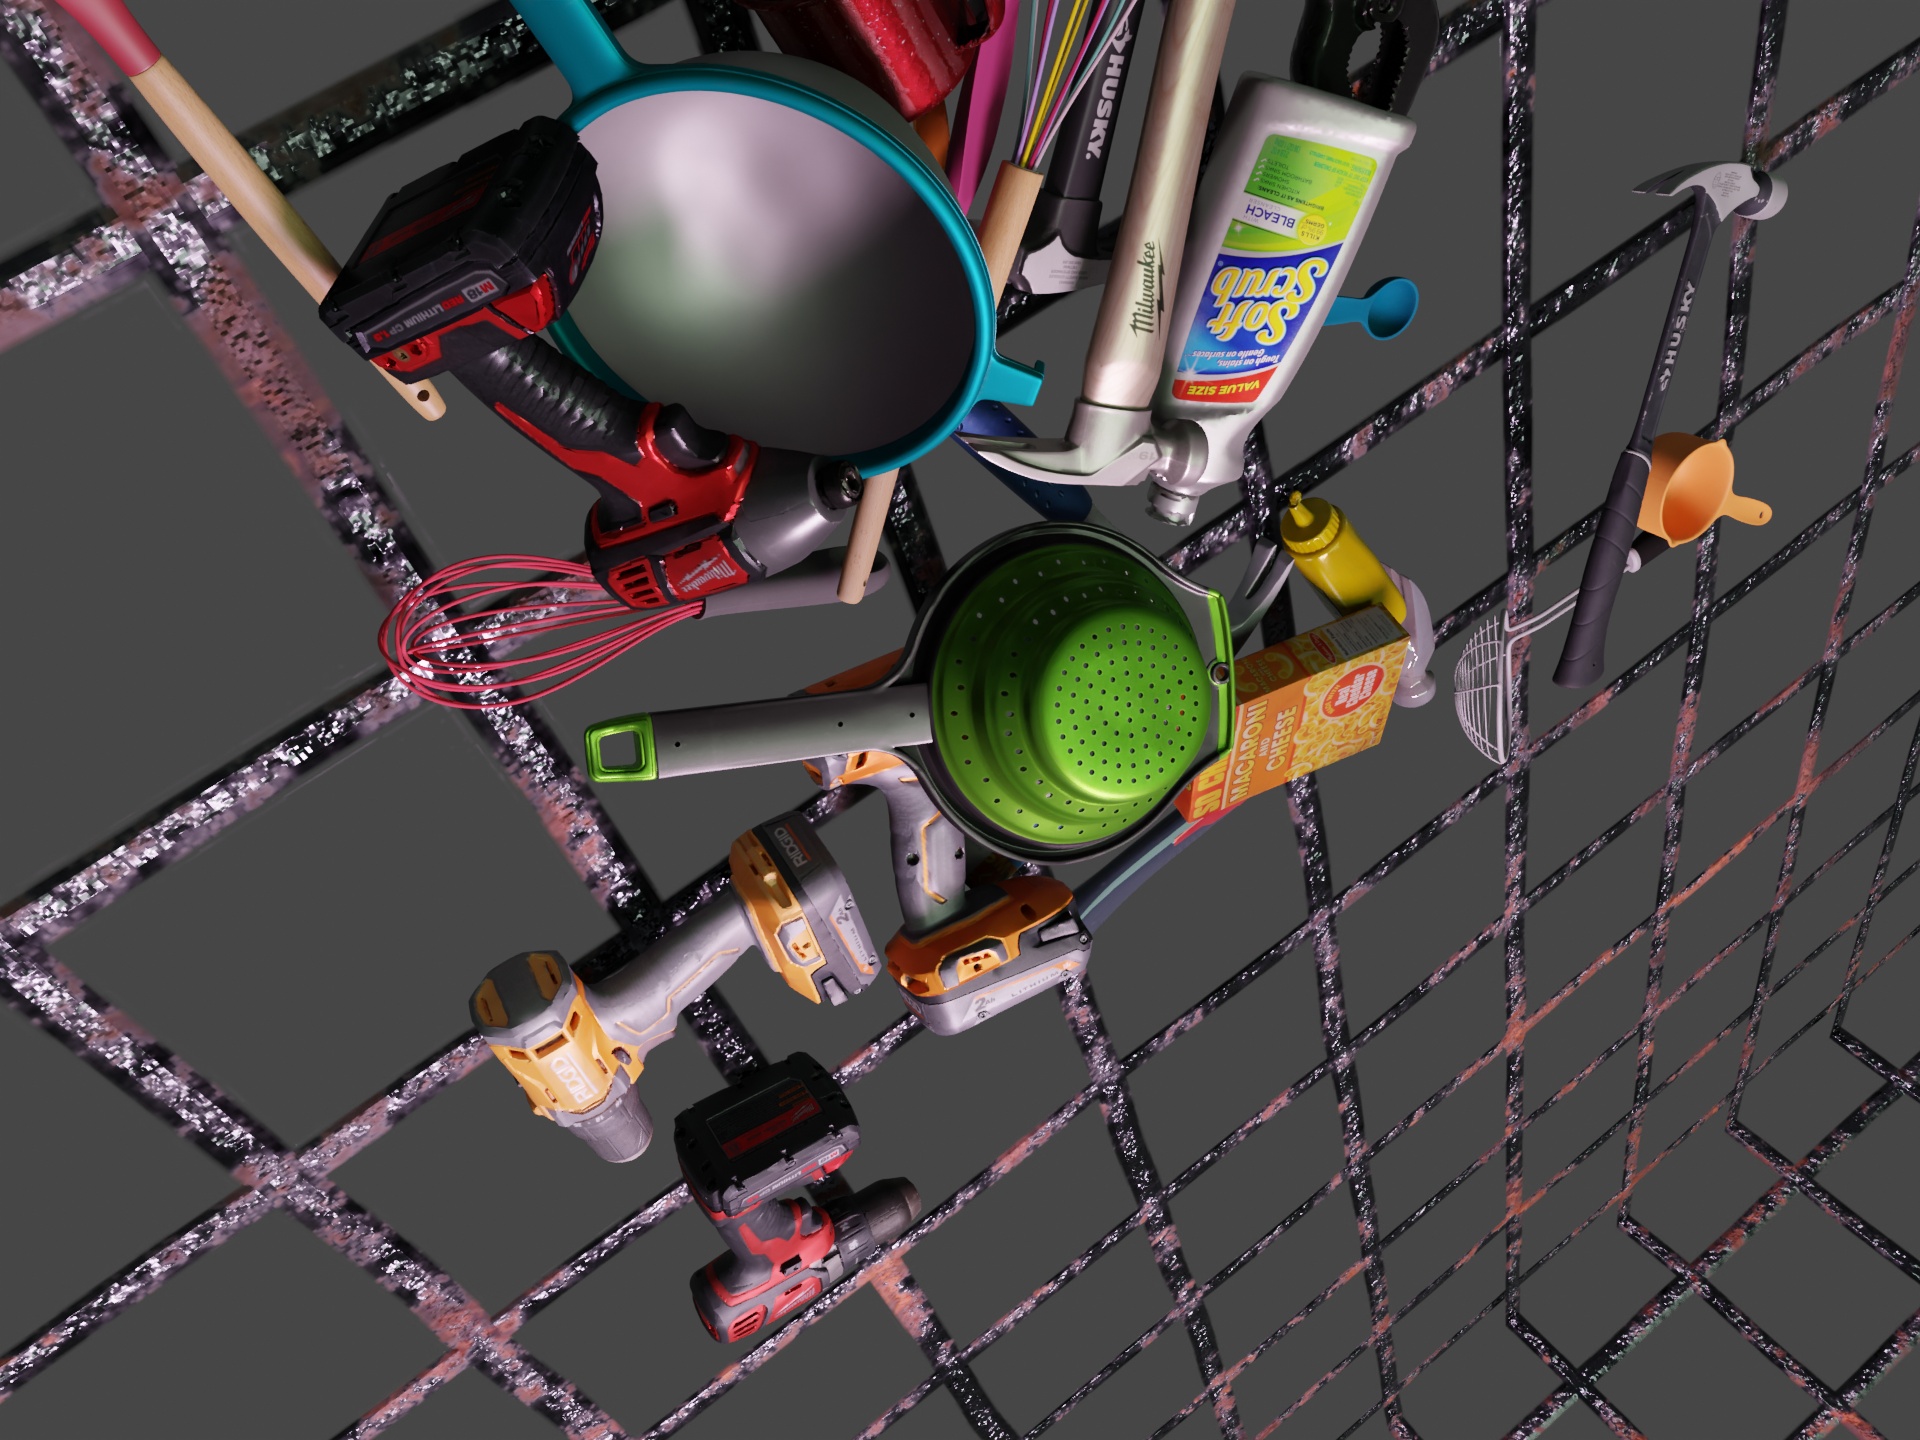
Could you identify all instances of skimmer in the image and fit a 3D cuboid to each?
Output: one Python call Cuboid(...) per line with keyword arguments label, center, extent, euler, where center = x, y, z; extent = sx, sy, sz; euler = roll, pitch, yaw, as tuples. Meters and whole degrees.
Cuboid(label="skimmer", center=(0.554, -0.096, 1.357), extent=(0.363, 0.090, 0.127), euler=(-32, 130, -16))

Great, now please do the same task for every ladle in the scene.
Cuboid(label="ladle", center=(-0.290, -0.228, 0.605), extent=(0.069, 0.031, 0.315), euler=(-40, 140, -7))

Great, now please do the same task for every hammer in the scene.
Cuboid(label="hammer", center=(0.088, -0.380, 0.790), extent=(0.146, 0.035, 0.334), euler=(-10, 126, -39))
Cuboid(label="hammer", center=(0.103, -0.315, 0.789), extent=(0.146, 0.038, 0.410), euler=(-1, 118, -27))
Cuboid(label="hammer", center=(0.211, 0.037, 1.218), extent=(0.386, 0.038, 0.143), euler=(-37, 137, -11))
Cuboid(label="hammer", center=(0.525, -0.220, 1.226), extent=(0.149, 0.036, 0.408), euler=(-4, 112, -35))
Cuboid(label="hammer", center=(0.080, -0.128, 0.983), extent=(0.144, 0.035, 0.405), euler=(-51, 139, 5))

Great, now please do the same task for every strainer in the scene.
Cuboid(label="strainer", center=(-0.111, -0.253, 0.669), extent=(0.340, 0.211, 0.095), euler=(53, 39, -37))

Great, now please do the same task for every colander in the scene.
Cuboid(label="colander", center=(-0.001, -0.003, 0.877), extent=(0.397, 0.094, 0.204), euler=(-7, 97, -20))

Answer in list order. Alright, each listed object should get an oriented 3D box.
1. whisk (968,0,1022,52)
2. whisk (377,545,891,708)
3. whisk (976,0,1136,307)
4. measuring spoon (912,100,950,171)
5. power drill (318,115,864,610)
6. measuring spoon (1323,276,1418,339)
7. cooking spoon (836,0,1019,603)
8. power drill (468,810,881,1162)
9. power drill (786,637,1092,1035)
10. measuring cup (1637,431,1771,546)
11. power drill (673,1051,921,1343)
Cuboid(label="whisk", center=(0.029, -0.419, 0.707), extent=(0.055, 0.055, 0.238), euler=(-18, 135, -29))
Cuboid(label="whisk", center=(-0.155, -0.061, 0.825), extent=(0.295, 0.073, 0.073), euler=(-14, 129, -38))
Cuboid(label="whisk", center=(0.036, -0.286, 0.758), extent=(0.051, 0.047, 0.245), euler=(8, 117, -26))
Cuboid(label="measuring spoon", center=(-0.014, -0.275, 0.811), extent=(0.021, 0.011, 0.116), euler=(-30, 133, -27))
Cuboid(label="power drill", center=(-0.148, -0.138, 0.689), extent=(0.219, 0.143, 0.079), euler=(48, 42, -40))
Cuboid(label="measuring spoon", center=(0.238, -0.268, 1.024), extent=(0.128, 0.021, 0.042), euler=(-7, 127, -25))
Cuboid(label="cooking spoon", center=(-0.019, -0.204, 0.794), extent=(0.069, 0.017, 0.318), euler=(-55, 164, -64))
Cuboid(label="power drill", center=(-0.166, 0.176, 0.986), extent=(0.226, 0.084, 0.185), euler=(-29, 136, -13))
Cuboid(label="power drill", center=(0.003, 0.059, 0.976), extent=(0.164, 0.084, 0.226), euler=(-24, 107, -17))
Cuboid(label="measuring cup", center=(0.634, -0.195, 1.366), extent=(0.173, 0.052, 0.095), euler=(6, 111, -37))
Cuboid(label="power drill", center=(-0.114, 0.346, 1.164), extent=(0.188, 0.080, 0.226), euler=(-23, 136, -24))
